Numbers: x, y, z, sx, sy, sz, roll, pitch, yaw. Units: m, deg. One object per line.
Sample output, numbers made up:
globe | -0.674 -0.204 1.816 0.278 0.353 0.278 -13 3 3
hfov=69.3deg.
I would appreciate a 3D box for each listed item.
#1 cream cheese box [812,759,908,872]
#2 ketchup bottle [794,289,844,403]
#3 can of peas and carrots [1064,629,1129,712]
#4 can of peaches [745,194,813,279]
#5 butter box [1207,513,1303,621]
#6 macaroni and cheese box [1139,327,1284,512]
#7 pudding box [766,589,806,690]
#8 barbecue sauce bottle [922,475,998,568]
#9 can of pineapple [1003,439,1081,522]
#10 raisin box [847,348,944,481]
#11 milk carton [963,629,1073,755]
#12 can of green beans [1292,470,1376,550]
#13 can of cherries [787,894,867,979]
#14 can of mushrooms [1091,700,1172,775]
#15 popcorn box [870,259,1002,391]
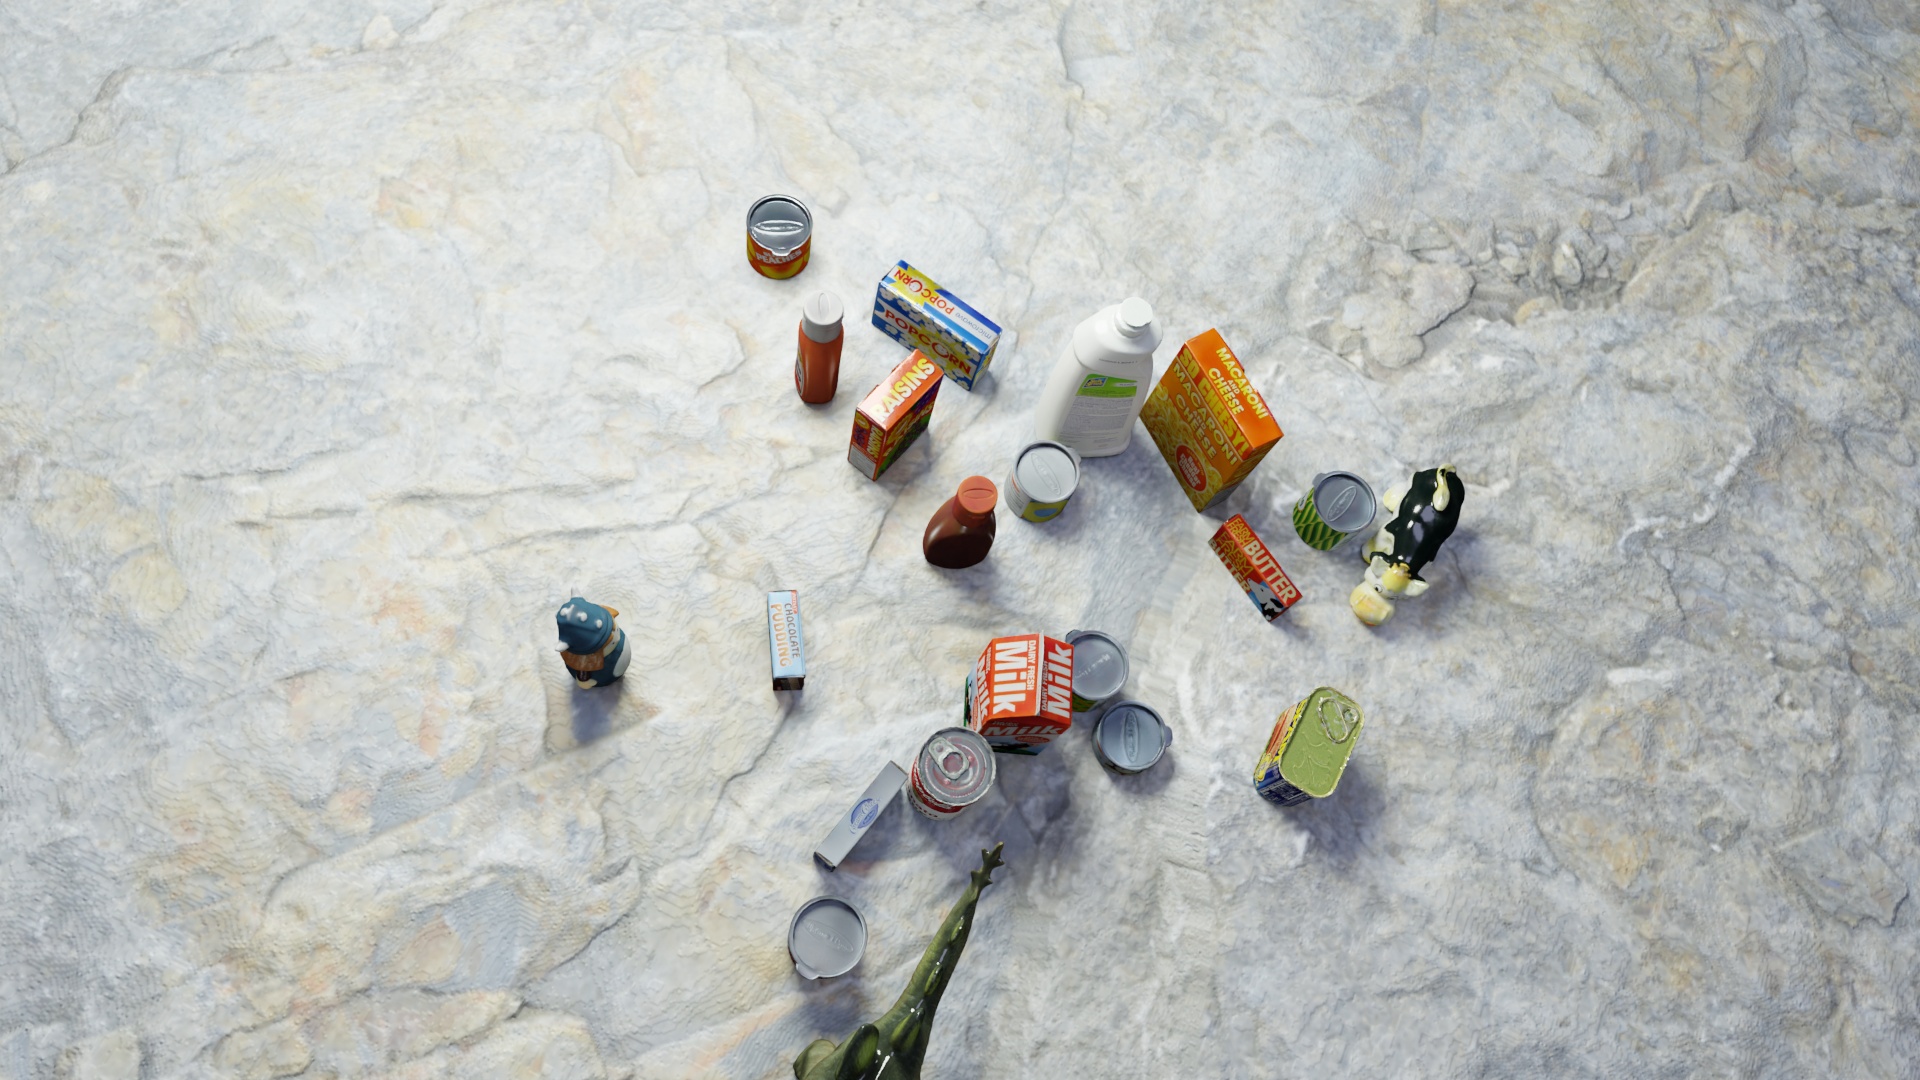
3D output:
cream cheese box | -0.088 0.244 1.222 0.024 0.053 0.104 39 69 5
ketchup bottle | -0.133 -0.187 1.320 0.043 0.148 0.065 -2 71 -10
can of peas and carrots | 0.117 0.121 1.298 0.071 0.058 0.071 3 70 -8
can of peaches | -0.184 -0.304 1.403 0.071 0.058 0.071 3 70 -8
butter box | 0.288 0.027 1.363 0.024 0.053 0.103 -32 78 -18
macaroni and cheese box | 0.239 -0.114 1.345 0.040 0.166 0.124 -26 77 -17
pudding box | -0.159 0.091 1.268 0.030 0.049 0.084 -3 71 -10
barbecue sauce bottle | 0.005 -0.016 1.281 0.065 0.148 0.044 -1 71 -9
can of pineapple | 0.081 -0.058 1.357 0.071 0.057 0.071 3 70 -8
raisin box | -0.063 -0.118 1.320 0.040 0.123 0.086 41 70 6
milk carton | 0.052 0.135 1.211 0.073 0.190 0.072 6 70 -7
can of green beans | 0.375 -0.029 1.395 0.071 0.057 0.071 3 70 -8
can of cherries | -0.116 0.340 1.180 0.071 0.058 0.071 3 70 -8
can of mushrooms | 0.159 0.185 1.295 0.071 0.033 0.071 3 70 -8
popcorn box | -0.024 -0.213 1.381 0.127 0.085 0.038 35 69 4
